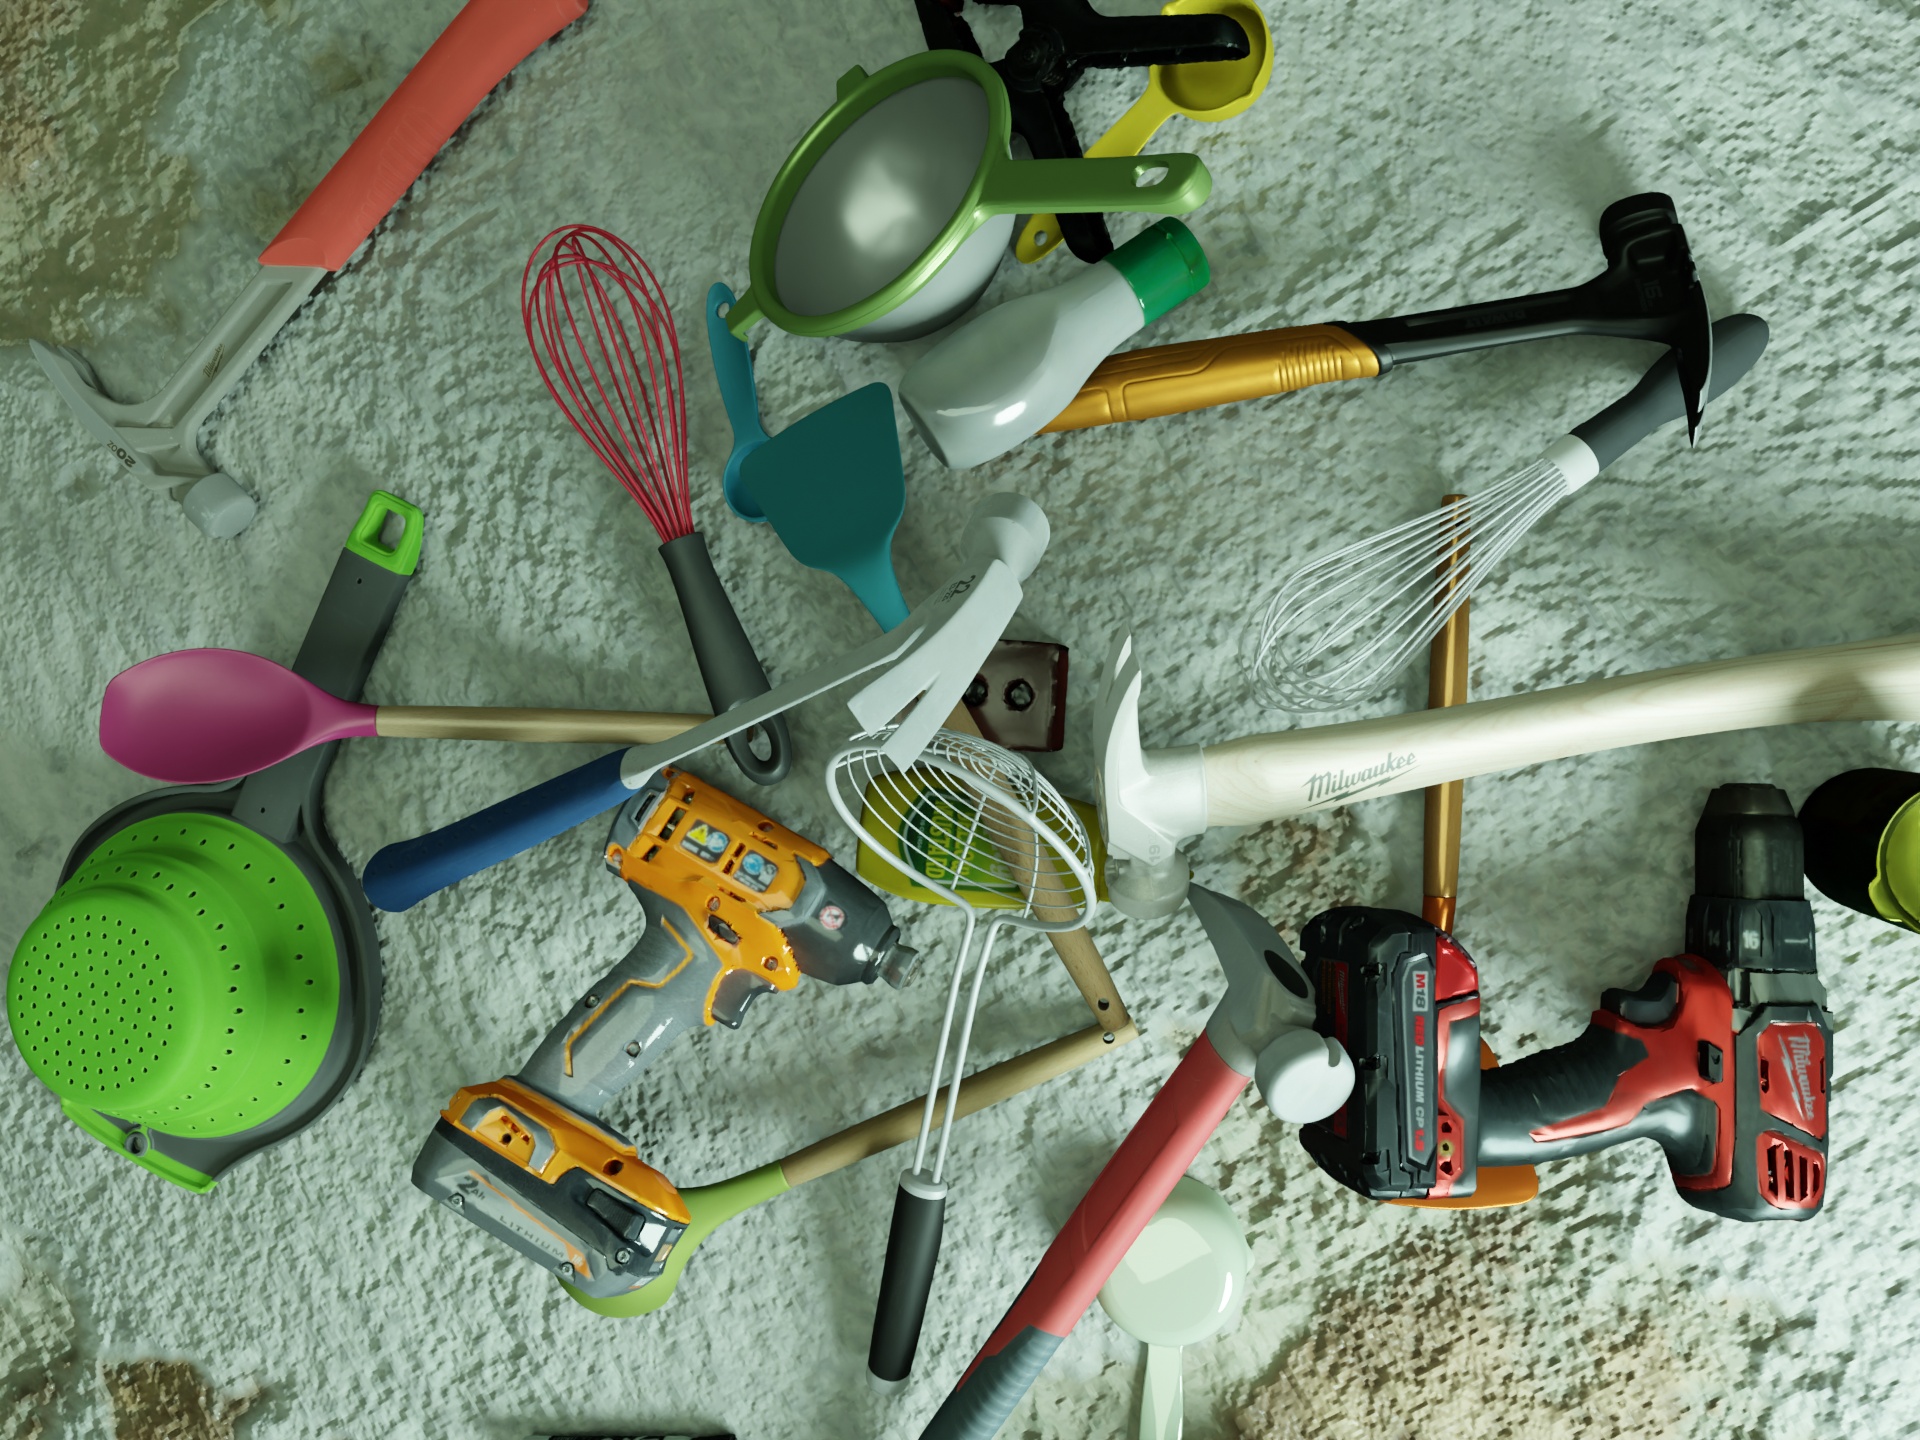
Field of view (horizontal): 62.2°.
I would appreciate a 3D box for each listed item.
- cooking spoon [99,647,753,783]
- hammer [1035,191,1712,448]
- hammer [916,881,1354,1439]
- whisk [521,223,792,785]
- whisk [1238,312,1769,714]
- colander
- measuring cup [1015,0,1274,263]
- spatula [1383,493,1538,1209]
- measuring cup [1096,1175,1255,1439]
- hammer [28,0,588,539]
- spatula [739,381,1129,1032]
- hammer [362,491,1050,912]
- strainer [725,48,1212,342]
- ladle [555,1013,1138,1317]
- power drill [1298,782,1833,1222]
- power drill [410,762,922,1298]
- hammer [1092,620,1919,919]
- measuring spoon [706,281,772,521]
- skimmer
[{"bbox_3d":[-0.264,0.001,0.794,0.319,0.017,0.069,1,77,-4],"label":"cooking spoon"},{"bbox_3d":[0.155,-0.159,0.721,0.337,0.034,0.127,-6,56,15],"label":"hammer"},{"bbox_3d":[0.042,0.256,0.745,0.038,0.143,0.386,22,111,-22],"label":"hammer"},{"bbox_3d":[-0.145,-0.107,0.784,0.073,0.073,0.296,-21,89,11],"label":"whisk"},{"bbox_3d":[0.242,-0.095,0.701,0.284,0.070,0.070,-36,85,-2],"label":"whisk"},{"bbox_3d":[-0.382,0.064,0.817,0.204,0.094,0.397,26,96,9],"label":"colander"},{"bbox_3d":[0.085,-0.277,0.761,0.156,0.029,0.062,-44,77,21],"label":"measuring cup"},{"bbox_3d":[0.225,0.057,0.728,0.081,0.041,0.322,2,90,-4],"label":"spatula"},{"bbox_3d":[0.096,0.304,0.759,0.083,0.038,0.167,3,90,11],"label":"measuring cup"},{"bbox_3d":[-0.329,-0.272,0.830,0.149,0.036,0.359,45,99,7],"label":"hammer"},{"bbox_3d":[-0.001,-0.002,0.727,0.082,0.044,0.317,-28,89,10],"label":"spatula"},{"bbox_3d":[-0.142,0.020,0.713,0.405,0.144,0.035,-23,115,33],"label":"hammer"},{"bbox_3d":[0.015,-0.222,0.712,0.256,0.069,0.151,15,78,42],"label":"strainer"},{"bbox_3d":[-0.060,0.213,0.793,0.320,0.062,0.078,-24,85,4],"label":"ladle"},{"bbox_3d":[0.266,0.118,0.683,0.226,0.080,0.188,2,86,-9],"label":"power drill"},{"bbox_3d":[-0.132,0.151,0.754,0.164,0.084,0.226,28,74,9],"label":"power drill"},{"bbox_3d":[0.260,-0.007,0.668,0.410,0.038,0.146,-9,132,-1],"label":"hammer"},{"bbox_3d":[-0.106,-0.160,0.803,0.042,0.021,0.129,-18,79,23],"label":"measuring spoon"},{"bbox_3d":[-0.022,0.169,0.708,0.127,0.090,0.363,19,112,23],"label":"skimmer"}]
